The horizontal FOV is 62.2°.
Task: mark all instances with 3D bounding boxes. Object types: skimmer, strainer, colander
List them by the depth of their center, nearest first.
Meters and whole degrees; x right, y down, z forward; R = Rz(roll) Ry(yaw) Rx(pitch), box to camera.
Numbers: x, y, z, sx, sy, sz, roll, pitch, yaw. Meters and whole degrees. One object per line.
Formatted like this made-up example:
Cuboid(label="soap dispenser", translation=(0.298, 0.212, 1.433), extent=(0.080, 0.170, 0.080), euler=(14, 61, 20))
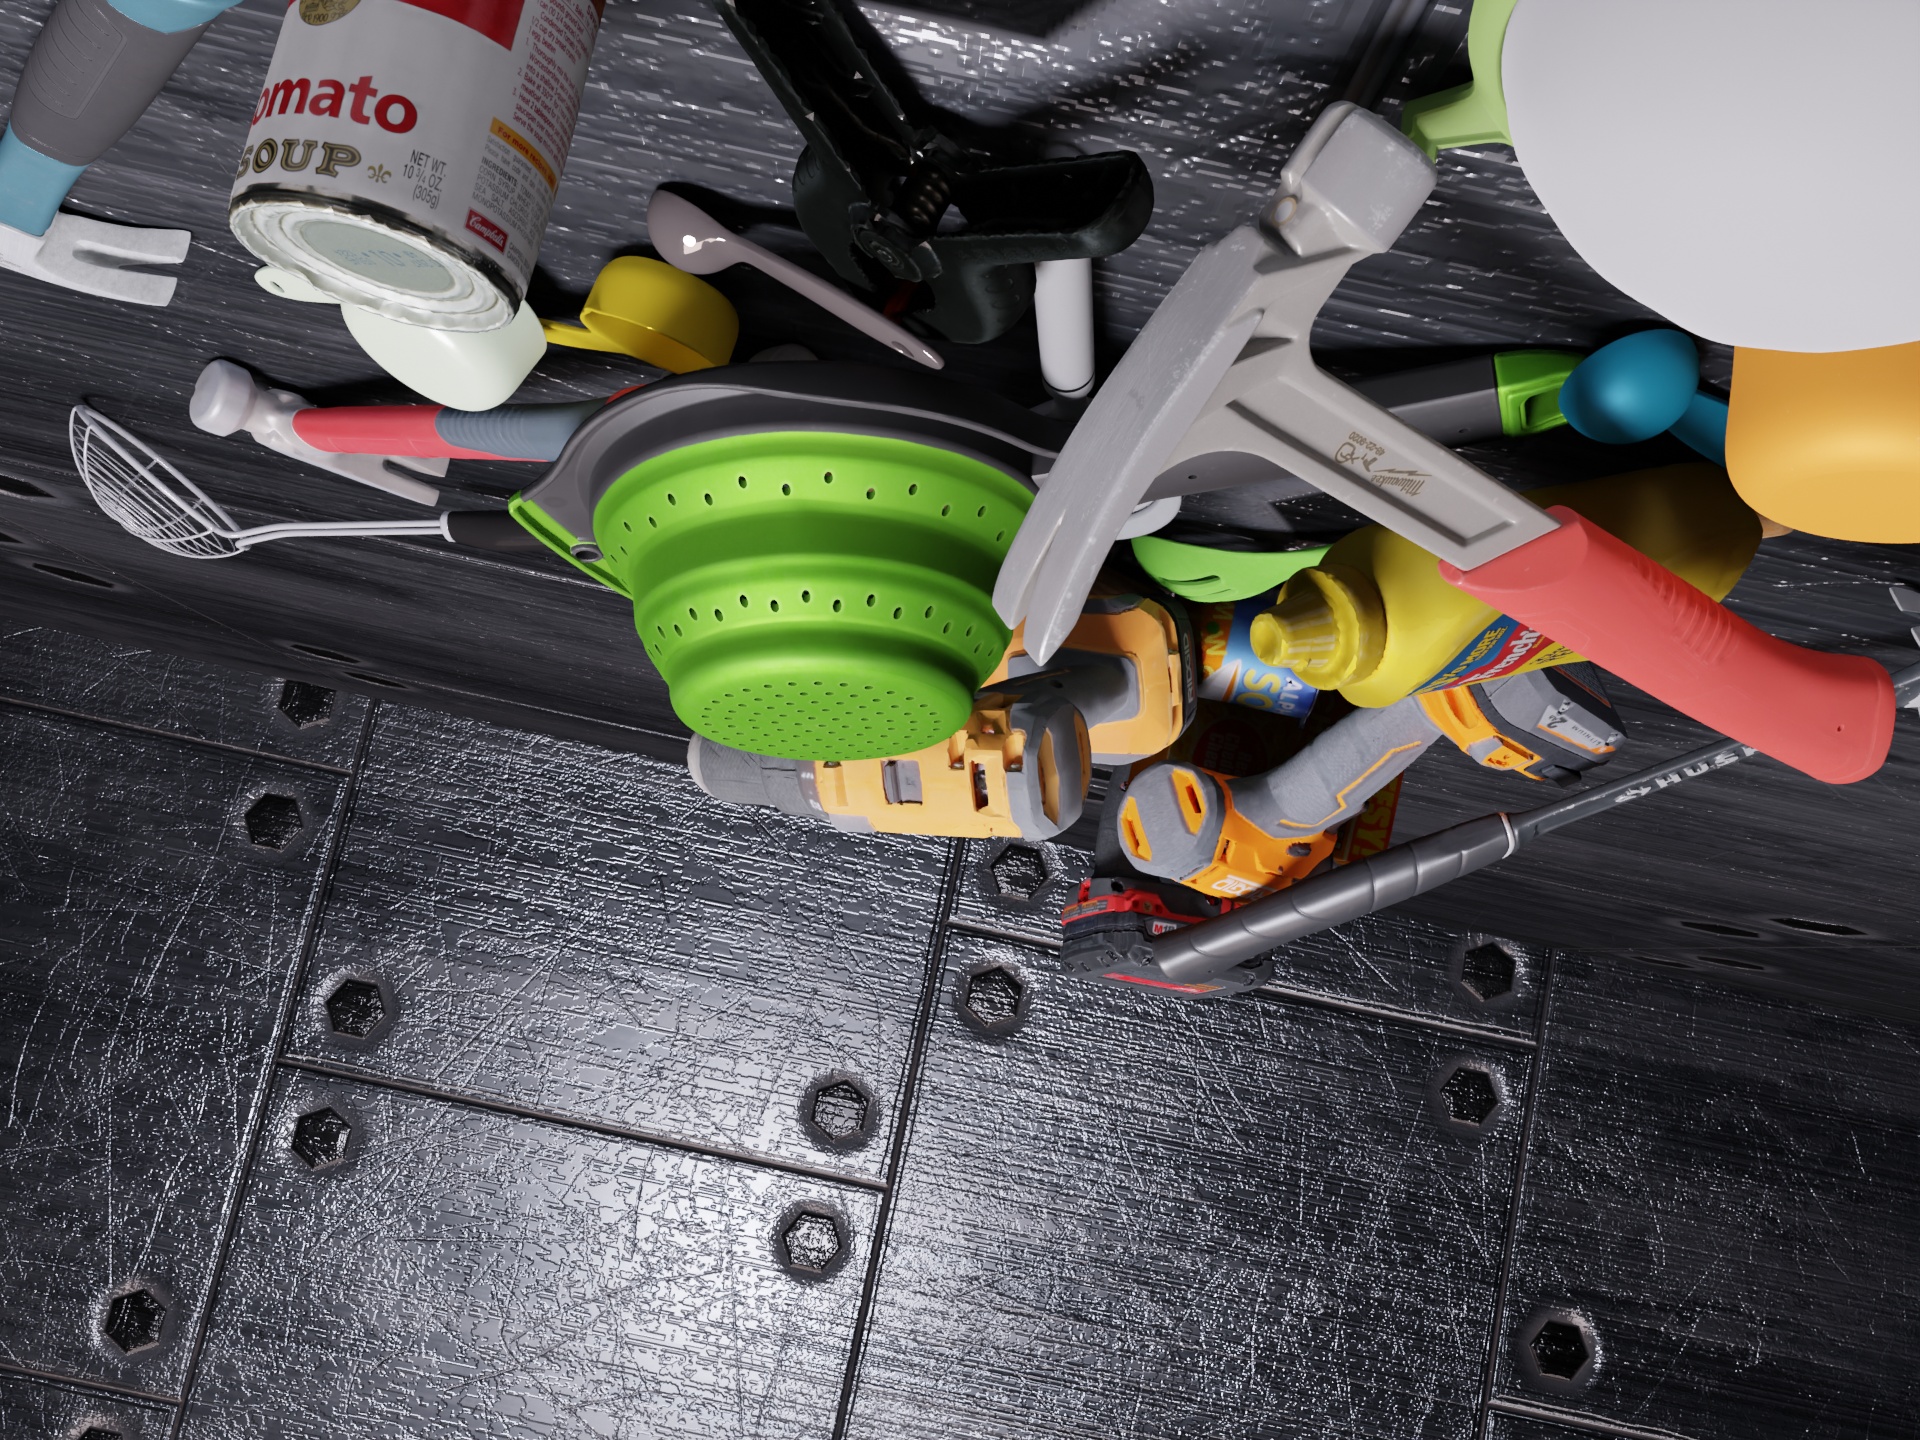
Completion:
Cuboid(label="strainer", translation=(0.228, -0.102, 0.333), extent=(0.256, 0.069, 0.151), euler=(15, 171, -8))
Cuboid(label="colander", translation=(0.026, -0.052, 0.567), extent=(0.397, 0.095, 0.204), euler=(-7, 160, 20))
Cuboid(label="strainer", translation=(0.041, -0.122, 0.568), extent=(0.087, 0.050, 0.258), euler=(12, 166, 9))
Cuboid(label="skimmer", translation=(-0.375, -0.149, 0.996), extent=(0.363, 0.090, 0.127), euler=(1, 167, 6))

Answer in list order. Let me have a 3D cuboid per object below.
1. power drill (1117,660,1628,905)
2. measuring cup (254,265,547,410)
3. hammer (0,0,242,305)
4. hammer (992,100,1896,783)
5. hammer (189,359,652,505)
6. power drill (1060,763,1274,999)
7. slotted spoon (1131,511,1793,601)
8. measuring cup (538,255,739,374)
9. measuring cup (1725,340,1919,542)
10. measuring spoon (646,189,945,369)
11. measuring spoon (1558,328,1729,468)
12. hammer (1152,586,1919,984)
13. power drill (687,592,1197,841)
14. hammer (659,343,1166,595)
Cuboid(label="power drill", translation=(0.213, 0.027, 0.817), extent=(0.226, 0.084, 0.164), euler=(-34, 145, 30))
Cuboid(label="measuring cup", translation=(-0.242, -0.163, 0.646), extent=(0.168, 0.038, 0.083), euler=(13, 156, 31))
Cuboid(label="hammer", translation=(-0.304, -0.202, 0.536), extent=(0.128, 0.033, 0.331), euler=(20, 169, -37))
Cuboid(label="hammer", translation=(0.181, -0.033, 0.482), extent=(0.358, 0.149, 0.037), euler=(20, -156, -36))
Cuboid(label="hammer", translation=(-0.226, -0.133, 0.761), extent=(0.386, 0.038, 0.143), euler=(11, 174, 44))
Cuboid(label="power drill", translation=(0.134, 0.053, 0.978), extent=(0.143, 0.220, 0.078), euler=(14, 159, -25))
Cuboid(label="slotted spoon", translation=(0.199, -0.075, 0.698), extent=(0.070, 0.031, 0.314), euler=(17, 169, -41))
Cuboid(label="measuring cup", translation=(-0.143, -0.163, 0.630), extent=(0.157, 0.029, 0.062), euler=(20, 177, 45))
Cuboid(label="measuring cup", translation=(0.296, -0.081, 0.425), extent=(0.095, 0.052, 0.174), euler=(20, 170, -43))
Cuboid(label="measuring spoon", translation=(-0.057, -0.138, 0.517), extent=(0.124, 0.018, 0.034), euler=(33, 177, 21))
Cuboid(label="measuring spoon", translation=(0.243, -0.090, 0.513), extent=(0.128, 0.021, 0.042), euler=(13, 143, -34))
Cuboid(label="hammer", translation=(0.277, 0.048, 0.763), extent=(0.409, 0.036, 0.149), euler=(-25, 150, 24))
Cuboid(label="power drill", translation=(-0.001, -0.002, 0.752), extent=(0.185, 0.084, 0.226), euler=(0, -165, 28))
Cuboid(label="hammer", translation=(-0.009, -0.102, 0.788), extent=(0.130, 0.031, 0.331), euler=(3, 168, 45))
